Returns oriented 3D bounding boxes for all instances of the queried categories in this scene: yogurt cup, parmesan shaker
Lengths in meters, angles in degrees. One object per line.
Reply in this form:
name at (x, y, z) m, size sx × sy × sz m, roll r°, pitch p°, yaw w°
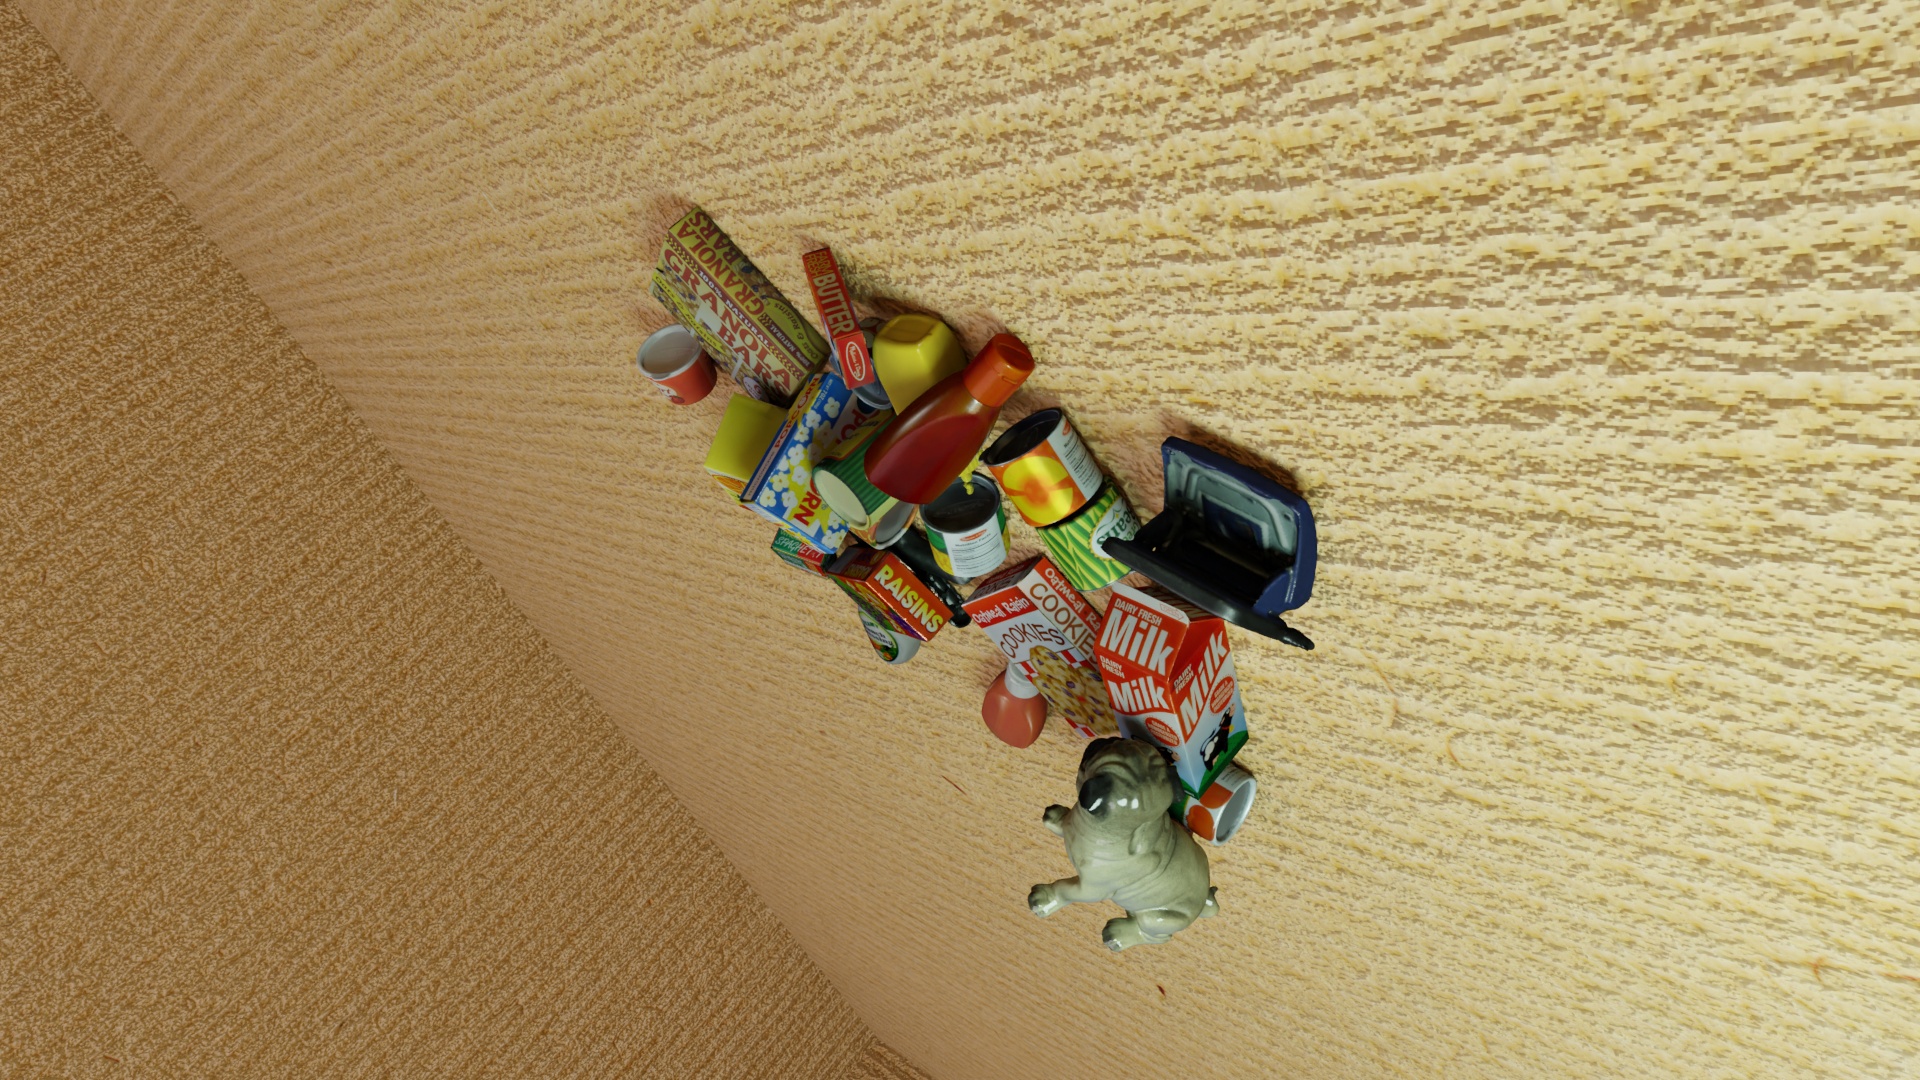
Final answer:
yogurt cup at (-0.269, -0.167, 1.334) m, size 0.072 × 0.072 × 0.053 m, roll 29°, pitch 159°, yaw 33°
parmesan shaker at (-0.060, -0.066, 1.104) m, size 0.071 × 0.103 × 0.071 m, roll 36°, pitch 154°, yaw 21°

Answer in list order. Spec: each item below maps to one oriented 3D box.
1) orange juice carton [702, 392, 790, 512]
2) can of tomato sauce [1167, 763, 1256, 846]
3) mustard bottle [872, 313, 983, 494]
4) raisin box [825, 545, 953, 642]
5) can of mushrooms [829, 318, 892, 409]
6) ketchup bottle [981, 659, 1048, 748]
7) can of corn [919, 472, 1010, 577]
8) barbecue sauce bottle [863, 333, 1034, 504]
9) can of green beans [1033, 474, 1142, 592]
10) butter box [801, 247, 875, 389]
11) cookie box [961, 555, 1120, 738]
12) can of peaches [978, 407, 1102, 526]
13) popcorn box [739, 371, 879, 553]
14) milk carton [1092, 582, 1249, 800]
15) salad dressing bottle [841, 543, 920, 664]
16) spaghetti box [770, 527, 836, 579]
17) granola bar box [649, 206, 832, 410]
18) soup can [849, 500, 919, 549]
orange juice carton at (-0.168, -0.064, 1.265) m, size 0.072 × 0.073 × 0.192 m, roll 19°, pitch 169°, yaw 7°
can of tomato sauce at (0.197, 0.210, 1.172) m, size 0.083 × 0.071 × 0.071 m, roll 28°, pitch 150°, yaw 33°
mustard bottle at (-0.015, -0.097, 1.051) m, size 0.065 × 0.049 × 0.159 m, roll 18°, pitch 145°, yaw 36°
raisin box at (-0.067, 0.048, 1.284) m, size 0.086 × 0.040 × 0.123 m, roll 46°, pitch 167°, yaw -17°
can of mushrooms at (-0.068, -0.139, 1.088) m, size 0.071 × 0.033 × 0.070 m, roll 36°, pitch 155°, yaw 20°
ketchup bottle at (0.056, 0.149, 1.333) m, size 0.065 × 0.044 × 0.148 m, roll 38°, pitch 155°, yaw 15°
can of corn at (0.004, -0.014, 1.134) m, size 0.071 × 0.071 × 0.058 m, roll 29°, pitch 151°, yaw 33°
barbecue sauce bottle at (-0.005, -0.086, 0.984) m, size 0.065 × 0.044 × 0.148 m, roll 21°, pitch 133°, yaw -29°
can of green beans at (0.094, -0.006, 0.997) m, size 0.071 × 0.071 × 0.057 m, roll 1°, pitch 130°, yaw 57°
butter box at (-0.091, -0.166, 1.035) m, size 0.053 × 0.024 × 0.104 m, roll 78°, pitch 172°, yaw -52°
cookie box at (0.089, 0.094, 1.198) m, size 0.167 × 0.040 × 0.122 m, roll 47°, pitch 156°, yaw -7°
can of peaches at (0.057, -0.051, 0.984) m, size 0.058 × 0.071 × 0.071 m, roll 54°, pitch 155°, yaw -20°
popcorn box at (-0.113, -0.064, 1.141) m, size 0.085 × 0.127 × 0.038 m, roll 34°, pitch 167°, yaw -29°
milk carton at (0.160, 0.105, 1.059) m, size 0.072 × 0.074 × 0.189 m, roll 24°, pitch 148°, yaw 39°
salad dressing bottle at (-0.083, 0.065, 1.424) m, size 0.064 × 0.044 × 0.147 m, roll 26°, pitch 149°, yaw 39°
spaghetti box at (-0.150, 0.012, 1.358) m, size 0.050 × 0.029 × 0.250 m, roll 21°, pitch 174°, yaw -2°
granola bar box at (-0.193, -0.191, 1.201) m, size 0.165 × 0.039 × 0.124 m, roll 46°, pitch 156°, yaw -3°
soup can at (-0.086, -0.043, 1.232) m, size 0.084 × 0.071 × 0.071 m, roll 35°, pitch 154°, yaw 21°
